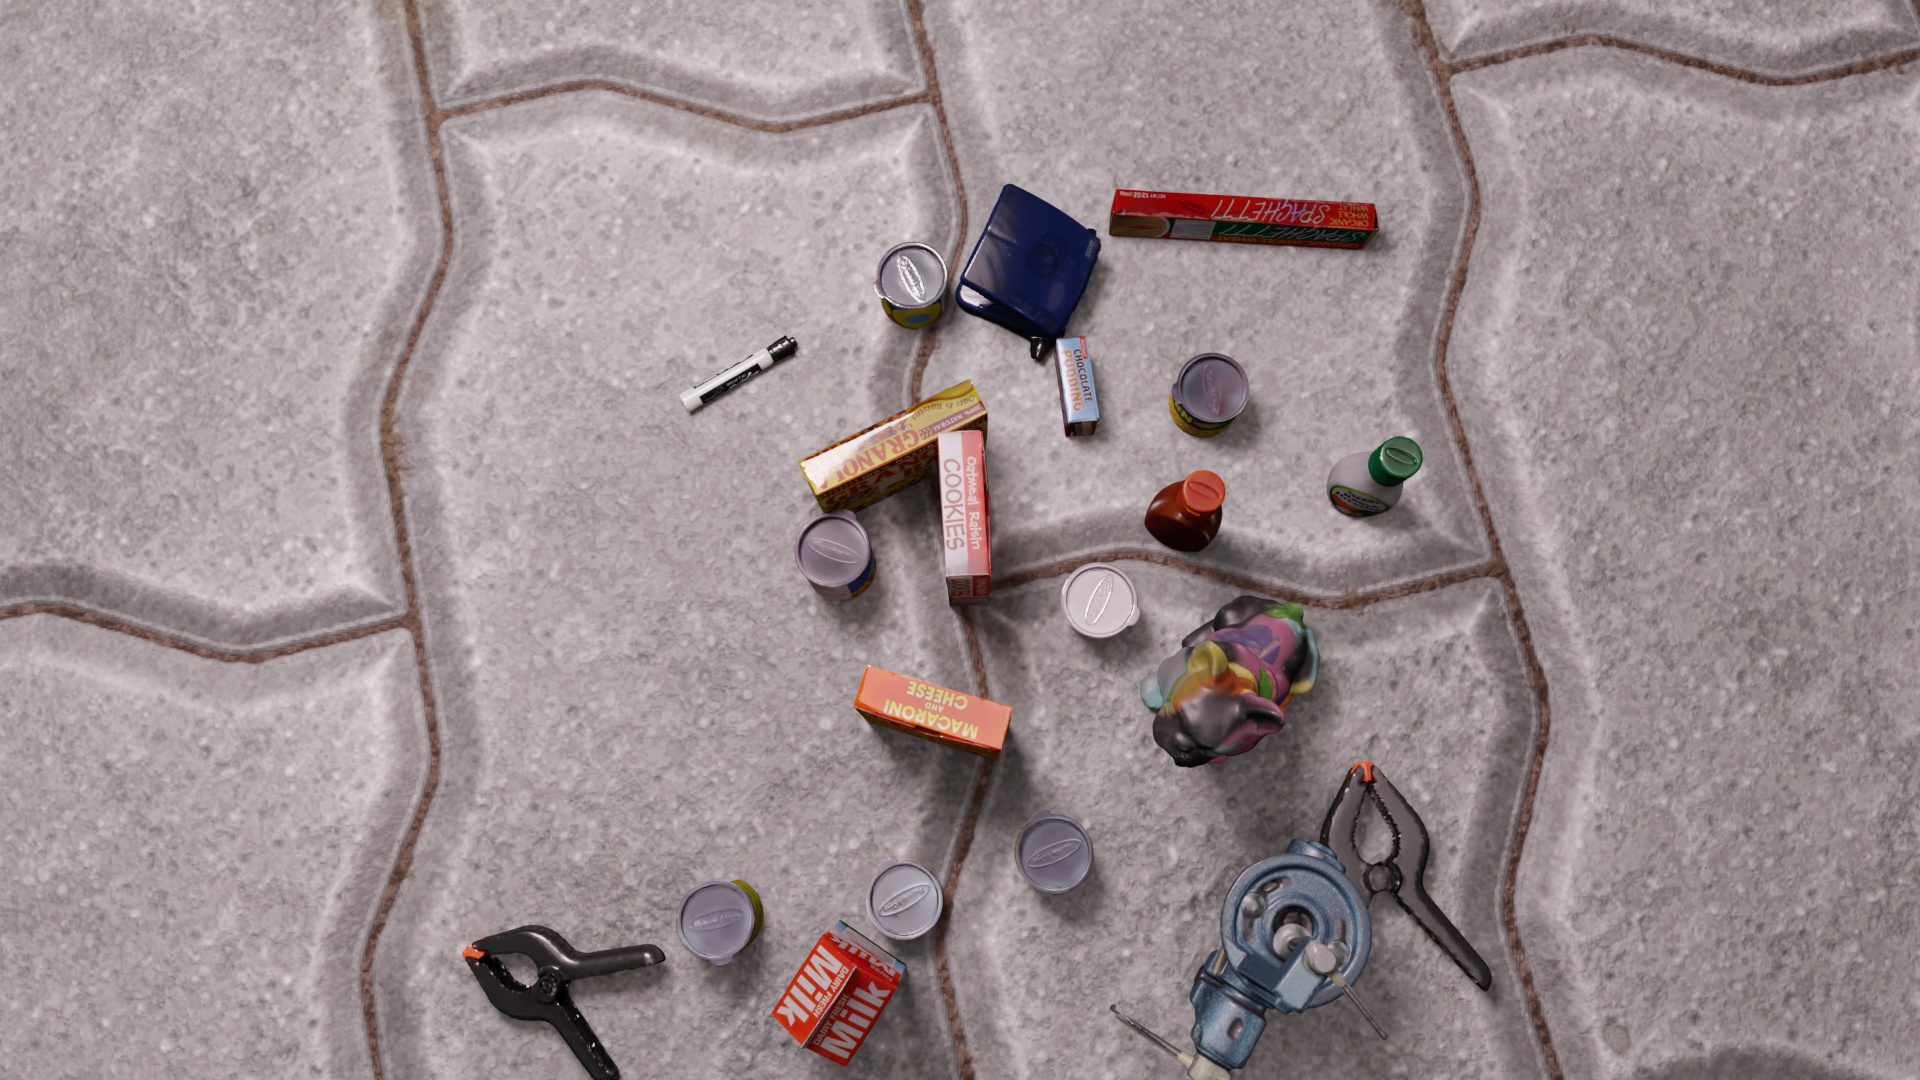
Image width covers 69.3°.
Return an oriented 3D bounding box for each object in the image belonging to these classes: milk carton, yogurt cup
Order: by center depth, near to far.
[{"bbox_3d":[-0.097,0.362,1.116,0.073,0.190,0.072,33,81,6],"label":"milk carton"},{"bbox_3d":[0.123,0.057,1.248,0.072,0.054,0.072,0,79,0],"label":"yogurt cup"}]

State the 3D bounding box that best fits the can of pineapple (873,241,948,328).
[{"bbox_3d":[-0.046,-0.239,1.307,0.071,0.057,0.071,0,79,0],"label":"can of pineapple"}]

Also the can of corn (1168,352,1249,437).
[{"bbox_3d":[0.226,-0.133,1.285,0.071,0.058,0.071,0,79,0],"label":"can of corn"}]

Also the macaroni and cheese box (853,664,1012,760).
[{"bbox_3d":[-0.021,0.148,1.172,0.124,0.166,0.040,16,80,3],"label":"macaroni and cheese box"}]

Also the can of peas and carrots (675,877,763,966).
[{"bbox_3d":[-0.205,0.326,1.191,0.071,0.058,0.071,0,79,0],"label":"can of peas and carrots"}]

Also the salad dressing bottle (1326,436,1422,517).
[{"bbox_3d":[0.366,-0.057,1.224,0.064,0.147,0.044,25,80,5],"label":"salad dressing bottle"}]

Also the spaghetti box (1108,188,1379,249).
[{"bbox_3d":[0.268,-0.306,1.324,0.250,0.050,0.029,3,79,1],"label":"spaghetti box"}]

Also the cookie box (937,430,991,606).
[{"bbox_3d":[0.004,-0.015,1.205,0.040,0.167,0.123,-4,79,0],"label":"cookie box"}]

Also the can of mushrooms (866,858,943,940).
[{"bbox_3d":[-0.049,0.309,1.207,0.071,0.033,0.071,0,79,0],"label":"can of mushrooms"}]

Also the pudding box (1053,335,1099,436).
[{"bbox_3d":[0.108,-0.143,1.291,0.030,0.049,0.084,-7,79,-1],"label":"pudding box"}]

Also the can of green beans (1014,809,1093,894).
[{"bbox_3d":[0.080,0.270,1.202,0.071,0.057,0.071,0,79,0],"label":"can of green beans"}]

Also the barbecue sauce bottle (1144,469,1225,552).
[{"bbox_3d":[0.201,-0.027,1.217,0.065,0.148,0.044,26,80,5],"label":"barbecue sauce bottle"}]

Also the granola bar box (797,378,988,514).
[{"bbox_3d":[-0.056,-0.076,1.240,0.166,0.124,0.039,-26,80,-5],"label":"granola bar box"}]

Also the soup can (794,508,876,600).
[{"bbox_3d":[-0.109,0.013,1.242,0.071,0.083,0.071,0,79,0],"label":"soup can"}]
